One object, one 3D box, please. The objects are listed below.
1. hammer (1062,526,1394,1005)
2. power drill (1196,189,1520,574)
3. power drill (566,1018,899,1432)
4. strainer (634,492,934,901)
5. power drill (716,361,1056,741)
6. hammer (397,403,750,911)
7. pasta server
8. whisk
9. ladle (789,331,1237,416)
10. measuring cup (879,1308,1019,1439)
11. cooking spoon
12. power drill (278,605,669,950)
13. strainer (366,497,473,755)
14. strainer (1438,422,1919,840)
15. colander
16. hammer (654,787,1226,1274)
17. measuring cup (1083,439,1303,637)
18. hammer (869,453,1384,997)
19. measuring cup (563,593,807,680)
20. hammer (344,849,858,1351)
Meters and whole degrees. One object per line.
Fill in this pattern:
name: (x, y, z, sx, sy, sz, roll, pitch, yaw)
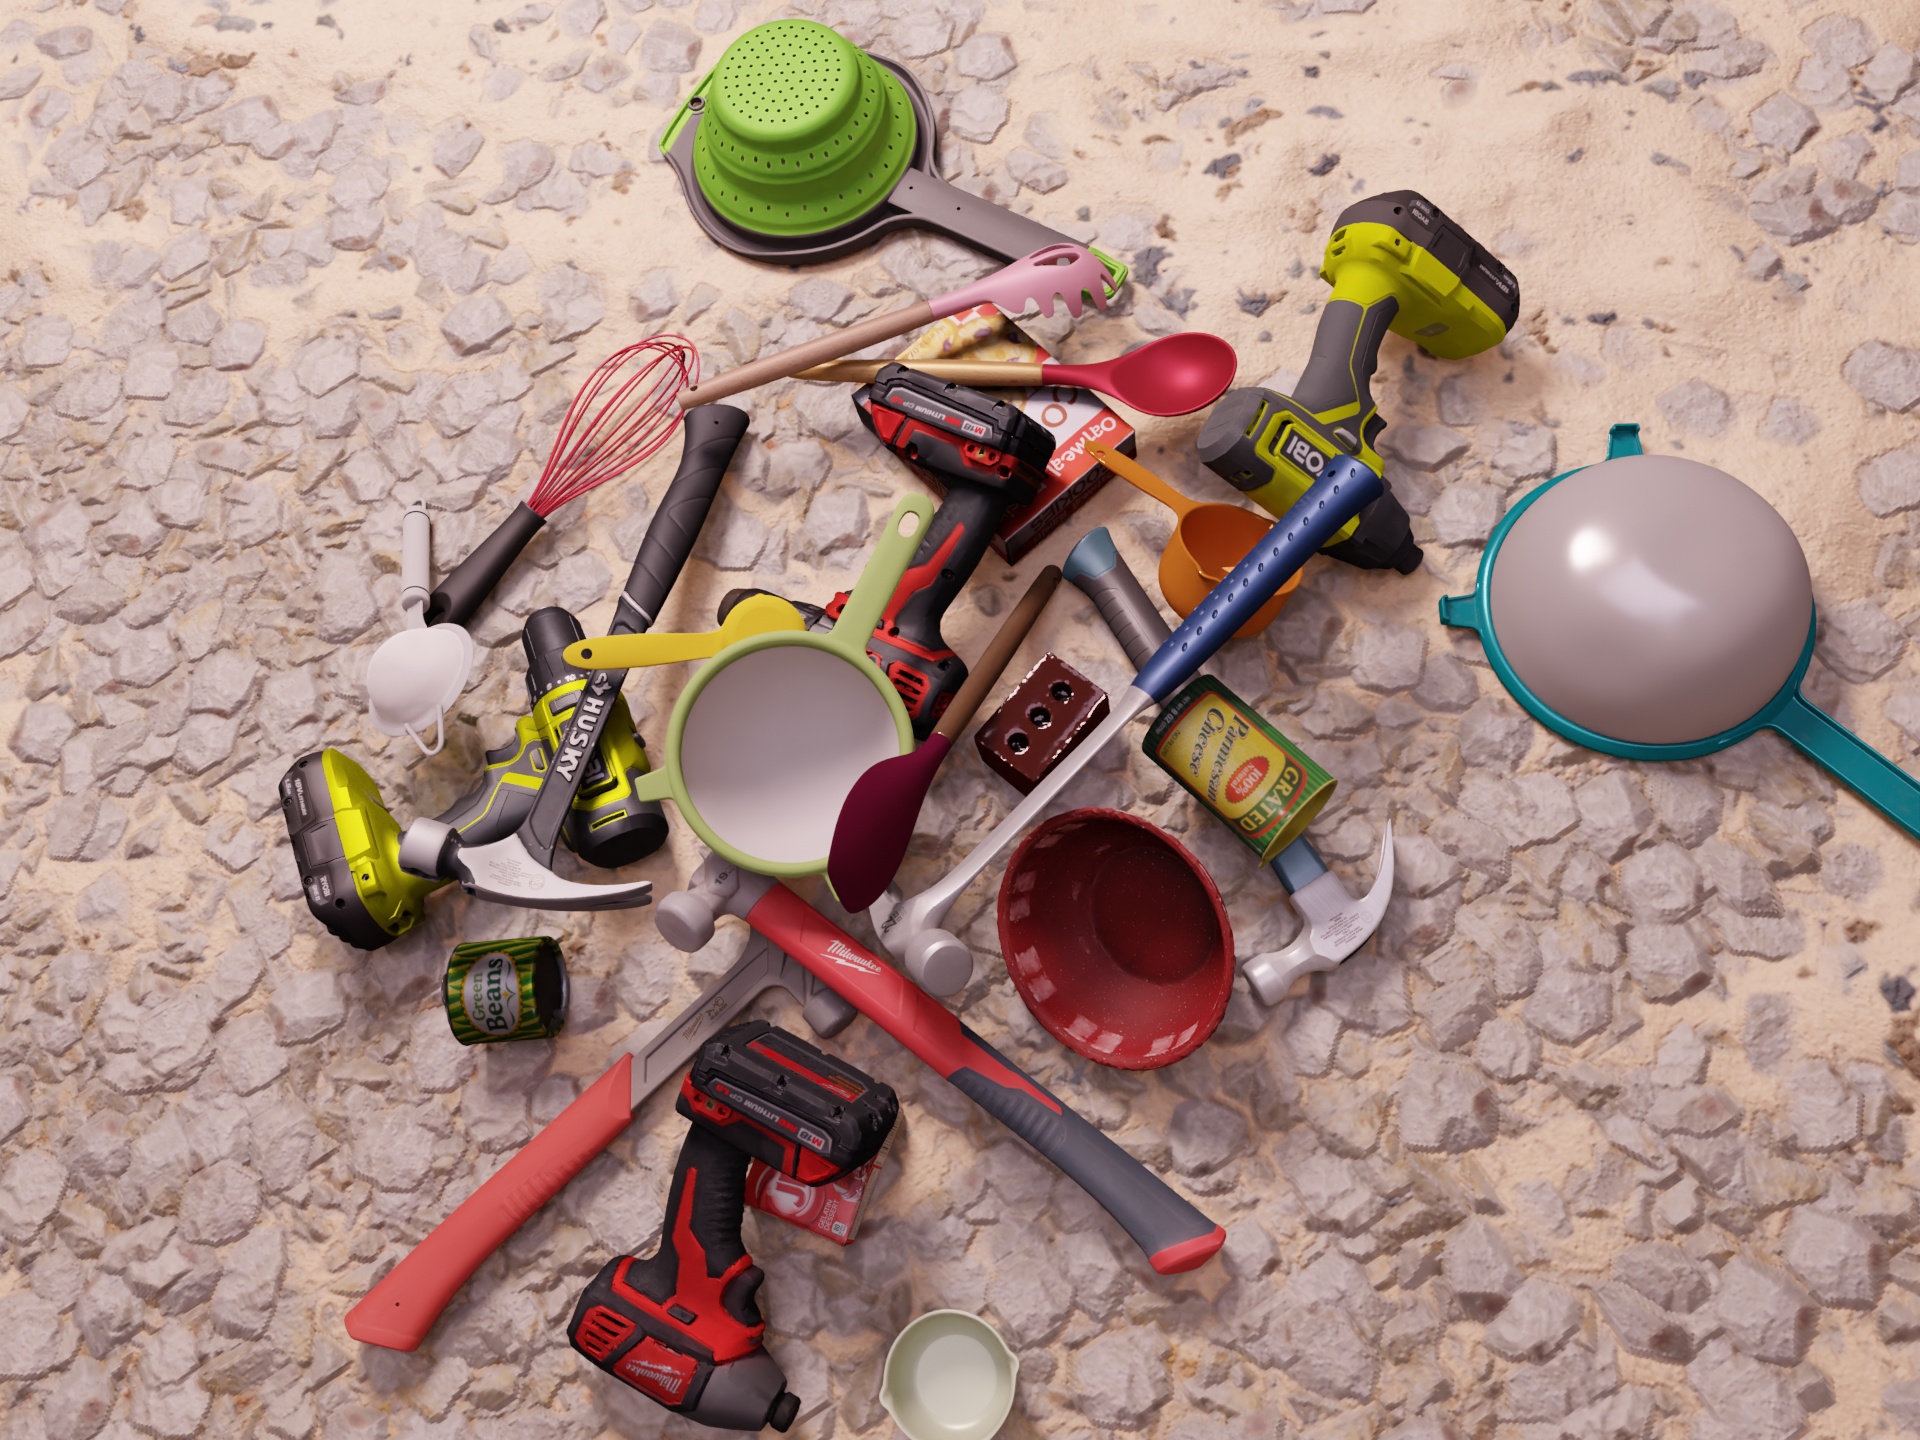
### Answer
hammer: (0.162, 0.011, 1.032, 0.128, 0.033, 0.331, -30, 70, -3)
power drill: (0.274, -0.219, 1.057, 0.171, 0.080, 0.223, 33, 77, -17)
power drill: (-0.126, 0.300, 0.922, 0.143, 0.078, 0.219, 26, 97, 13)
strainer: (-0.082, -0.024, 1.000, 0.151, 0.069, 0.256, 27, 81, -2)
power drill: (-0.053, -0.117, 1.062, 0.188, 0.080, 0.226, 24, 95, 23)
hammer: (-0.217, -0.057, 1.055, 0.149, 0.036, 0.409, 18, 59, -2)
pasta server: (-0.044, -0.269, 1.106, 0.316, 0.040, 0.060, -20, 47, -2)
whisk: (-0.293, -0.165, 1.145, 0.073, 0.073, 0.296, 40, 86, 18)
ladle: (0.031, -0.239, 1.098, 0.315, 0.031, 0.069, 4, 64, 12)
measuring cup: (0.007, 0.423, 0.907, 0.083, 0.038, 0.168, -17, 71, 2)
cooking spoon: (-0.002, -0.003, 0.992, 0.017, 0.068, 0.319, 0, 39, 32)
power drill: (-0.326, 0.037, 1.067, 0.228, 0.080, 0.191, -24, 66, -4)
strainer: (-0.377, -0.078, 1.093, 0.087, 0.050, 0.259, -29, 44, 10)
strainer: (0.482, -0.046, 0.976, 0.211, 0.095, 0.341, -43, 70, -8)
colander: (-0.055, -0.418, 1.179, 0.397, 0.094, 0.204, 28, 77, 16)
hammer: (0.003, 0.191, 0.976, 0.386, 0.038, 0.143, 36, 49, 11)
measuring cup: (0.143, -0.120, 1.056, 0.174, 0.052, 0.095, 39, 46, 17)
hammer: (0.098, -0.010, 0.953, 0.405, 0.144, 0.035, -45, 115, -6)
measuring cup: (-0.174, -0.048, 1.015, 0.156, 0.029, 0.062, -5, 87, -11)
hammer: (-0.241, 0.249, 1.001, 0.359, 0.036, 0.149, -42, 71, -8)
